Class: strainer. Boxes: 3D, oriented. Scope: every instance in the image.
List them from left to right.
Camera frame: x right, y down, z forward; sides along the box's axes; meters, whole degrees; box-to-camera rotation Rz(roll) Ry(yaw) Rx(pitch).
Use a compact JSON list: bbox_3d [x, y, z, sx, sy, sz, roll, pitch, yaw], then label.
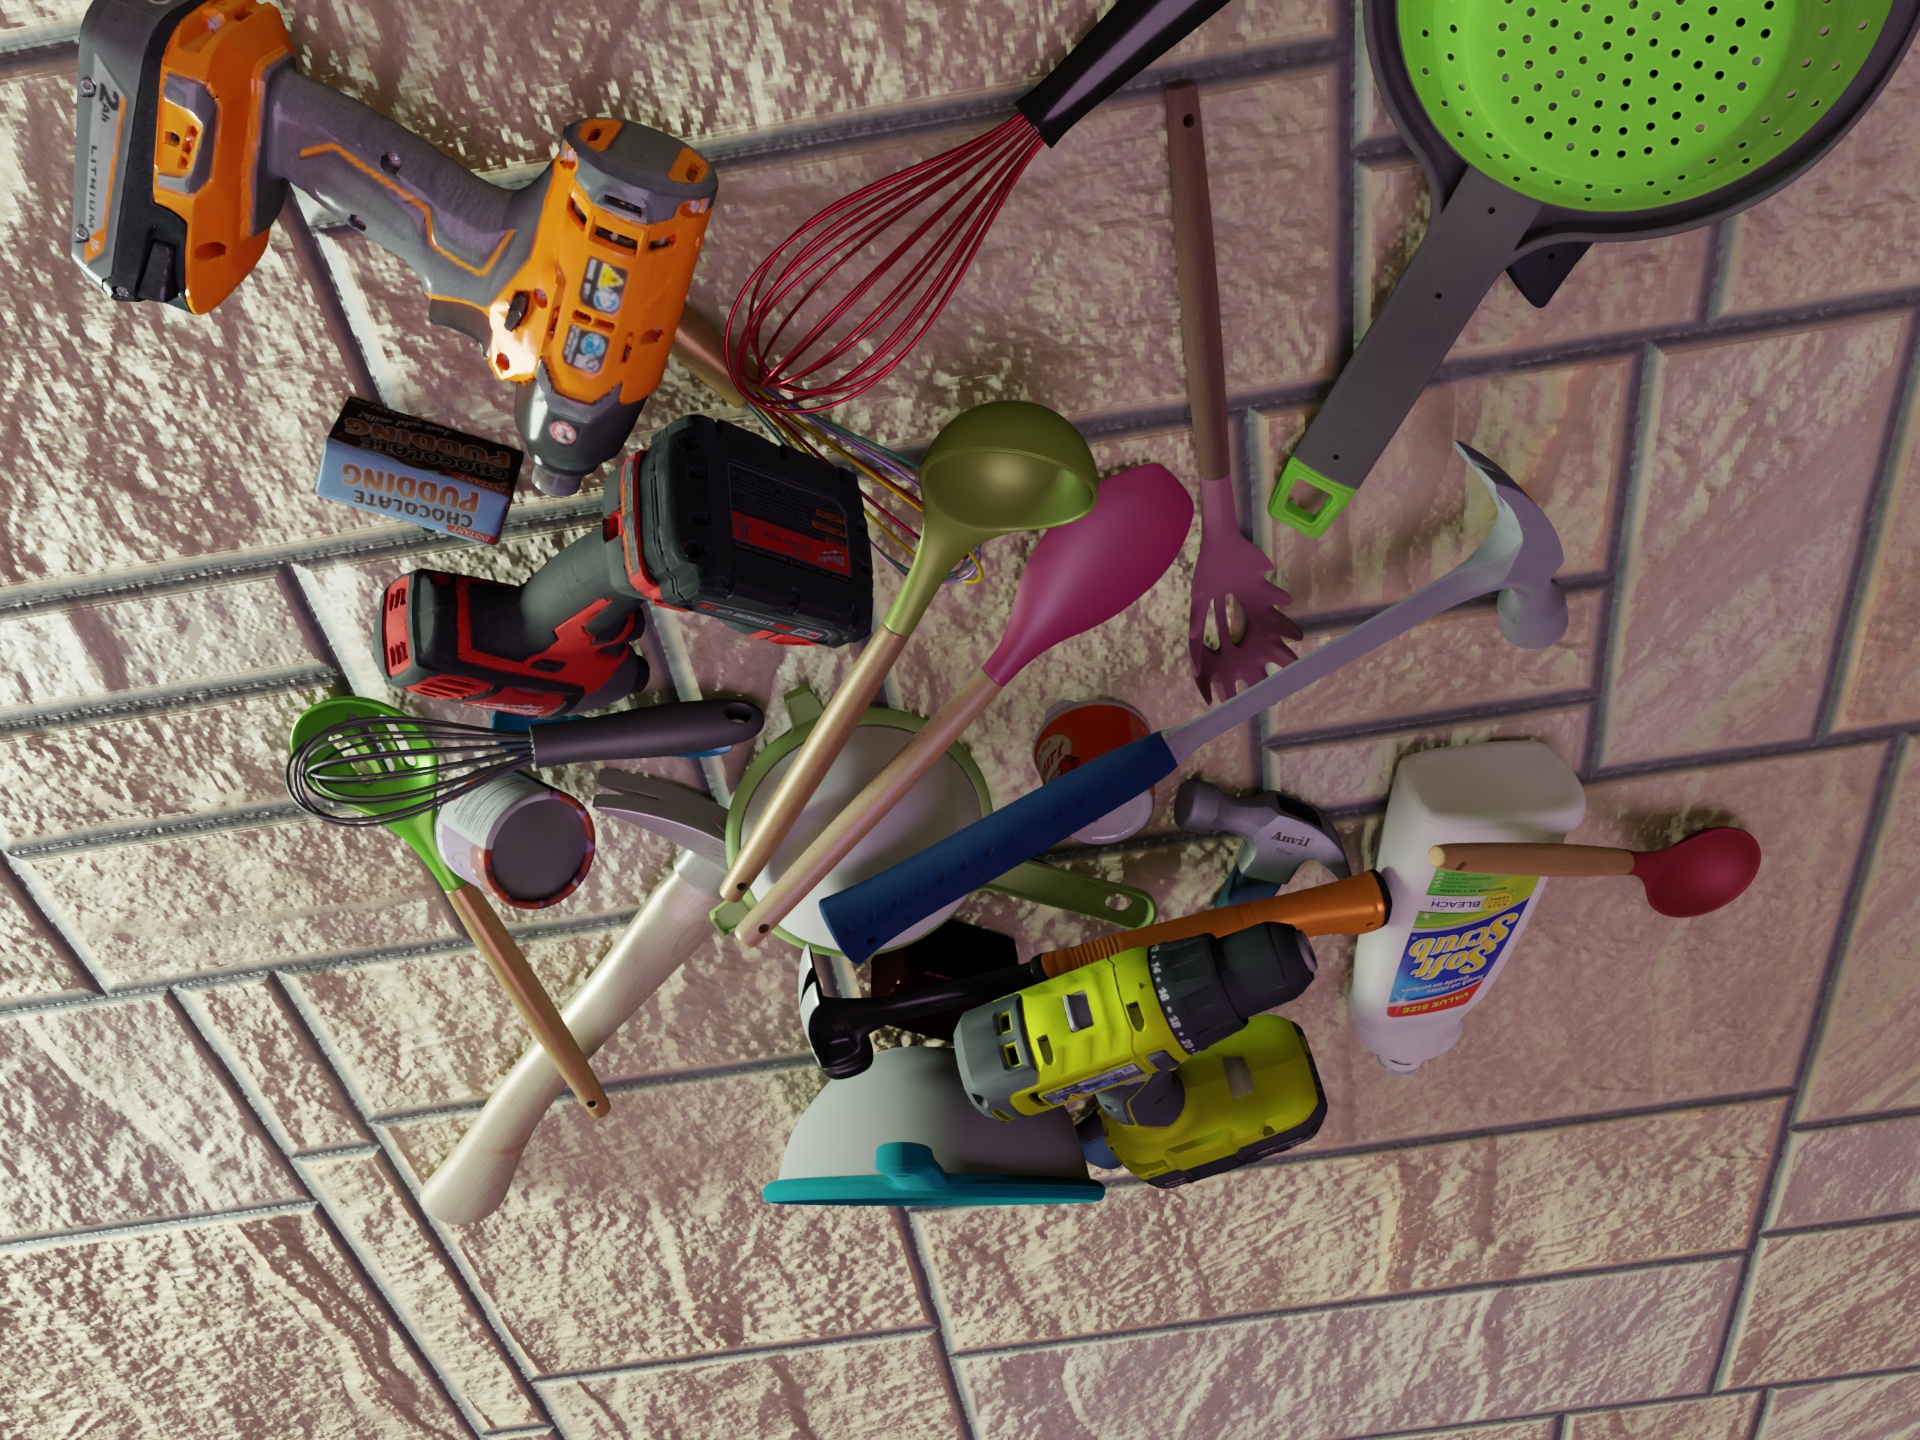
[{"bbox_3d":[-0.020,0.232,0.934,0.211,0.095,0.340,-1,160,3],"label":"strainer"},{"bbox_3d":[-0.001,0.087,0.872,0.256,0.069,0.151,16,106,-16],"label":"strainer"}]

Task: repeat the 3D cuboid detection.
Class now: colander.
[{"bbox_3d":[0.218,-0.209,0.633,0.204,0.094,0.396,28,132,2],"label":"colander"}]

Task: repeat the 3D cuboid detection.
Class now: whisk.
[{"bbox_3d":[-0.217,0.015,0.814,0.239,0.055,0.055,-8,130,-18],"label":"whisk"},{"bbox_3d":[-0.077,-0.139,0.732,0.244,0.047,0.051,38,101,-24],"label":"whisk"},{"bbox_3d":[0.016,-0.232,0.658,0.296,0.073,0.073,-39,121,16],"label":"whisk"}]

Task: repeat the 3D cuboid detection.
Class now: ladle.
[{"bbox_3d":[-0.040,-0.017,0.753,0.078,0.062,0.320,18,122,-28],"label":"ladle"},{"bbox_3d":[0.351,0.079,0.875,0.315,0.031,0.069,6,123,-40],"label":"ladle"}]

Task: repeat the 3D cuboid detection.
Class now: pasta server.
[{"bbox_3d":[0.121,-0.137,0.749,0.060,0.040,0.316,-19,127,-8],"label":"pasta server"}]

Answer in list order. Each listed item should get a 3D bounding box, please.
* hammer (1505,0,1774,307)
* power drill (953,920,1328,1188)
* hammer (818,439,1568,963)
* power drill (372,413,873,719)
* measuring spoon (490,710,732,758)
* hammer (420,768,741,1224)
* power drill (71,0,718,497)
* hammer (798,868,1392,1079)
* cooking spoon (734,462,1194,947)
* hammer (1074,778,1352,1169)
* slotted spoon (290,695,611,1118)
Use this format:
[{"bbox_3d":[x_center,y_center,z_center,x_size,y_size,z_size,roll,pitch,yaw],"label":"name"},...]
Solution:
[{"bbox_3d":[0.356,-0.334,0.613,0.149,0.036,0.408,23,124,-22],"label":"hammer"},{"bbox_3d":[0.126,0.186,0.891,0.190,0.080,0.228,-23,146,15],"label":"power drill"},{"bbox_3d":[0.111,0.005,0.788,0.405,0.035,0.143,-30,140,5],"label":"hammer"},{"bbox_3d":[-0.151,-0.054,0.731,0.219,0.079,0.143,-18,160,36],"label":"power drill"},{"bbox_3d":[-0.187,0.003,0.856,0.128,0.021,0.042,7,113,-20],"label":"measuring spoon"},{"bbox_3d":[-0.247,0.192,0.986,0.146,0.038,0.410,28,122,-22],"label":"hammer"},{"bbox_3d":[-0.227,-0.187,0.646,0.226,0.084,0.164,18,126,-10],"label":"power drill"},{"bbox_3d":[0.077,0.131,0.886,0.337,0.034,0.127,-12,149,-4],"label":"hammer"},{"bbox_3d":[-0.001,-0.003,0.797,0.319,0.017,0.068,-46,124,5],"label":"cooking spoon"},{"bbox_3d":[0.141,0.174,1.000,0.128,0.033,0.330,13,127,-12],"label":"hammer"},{"bbox_3d":[-0.274,0.112,0.898,0.070,0.031,0.313,-21,118,5],"label":"slotted spoon"}]
